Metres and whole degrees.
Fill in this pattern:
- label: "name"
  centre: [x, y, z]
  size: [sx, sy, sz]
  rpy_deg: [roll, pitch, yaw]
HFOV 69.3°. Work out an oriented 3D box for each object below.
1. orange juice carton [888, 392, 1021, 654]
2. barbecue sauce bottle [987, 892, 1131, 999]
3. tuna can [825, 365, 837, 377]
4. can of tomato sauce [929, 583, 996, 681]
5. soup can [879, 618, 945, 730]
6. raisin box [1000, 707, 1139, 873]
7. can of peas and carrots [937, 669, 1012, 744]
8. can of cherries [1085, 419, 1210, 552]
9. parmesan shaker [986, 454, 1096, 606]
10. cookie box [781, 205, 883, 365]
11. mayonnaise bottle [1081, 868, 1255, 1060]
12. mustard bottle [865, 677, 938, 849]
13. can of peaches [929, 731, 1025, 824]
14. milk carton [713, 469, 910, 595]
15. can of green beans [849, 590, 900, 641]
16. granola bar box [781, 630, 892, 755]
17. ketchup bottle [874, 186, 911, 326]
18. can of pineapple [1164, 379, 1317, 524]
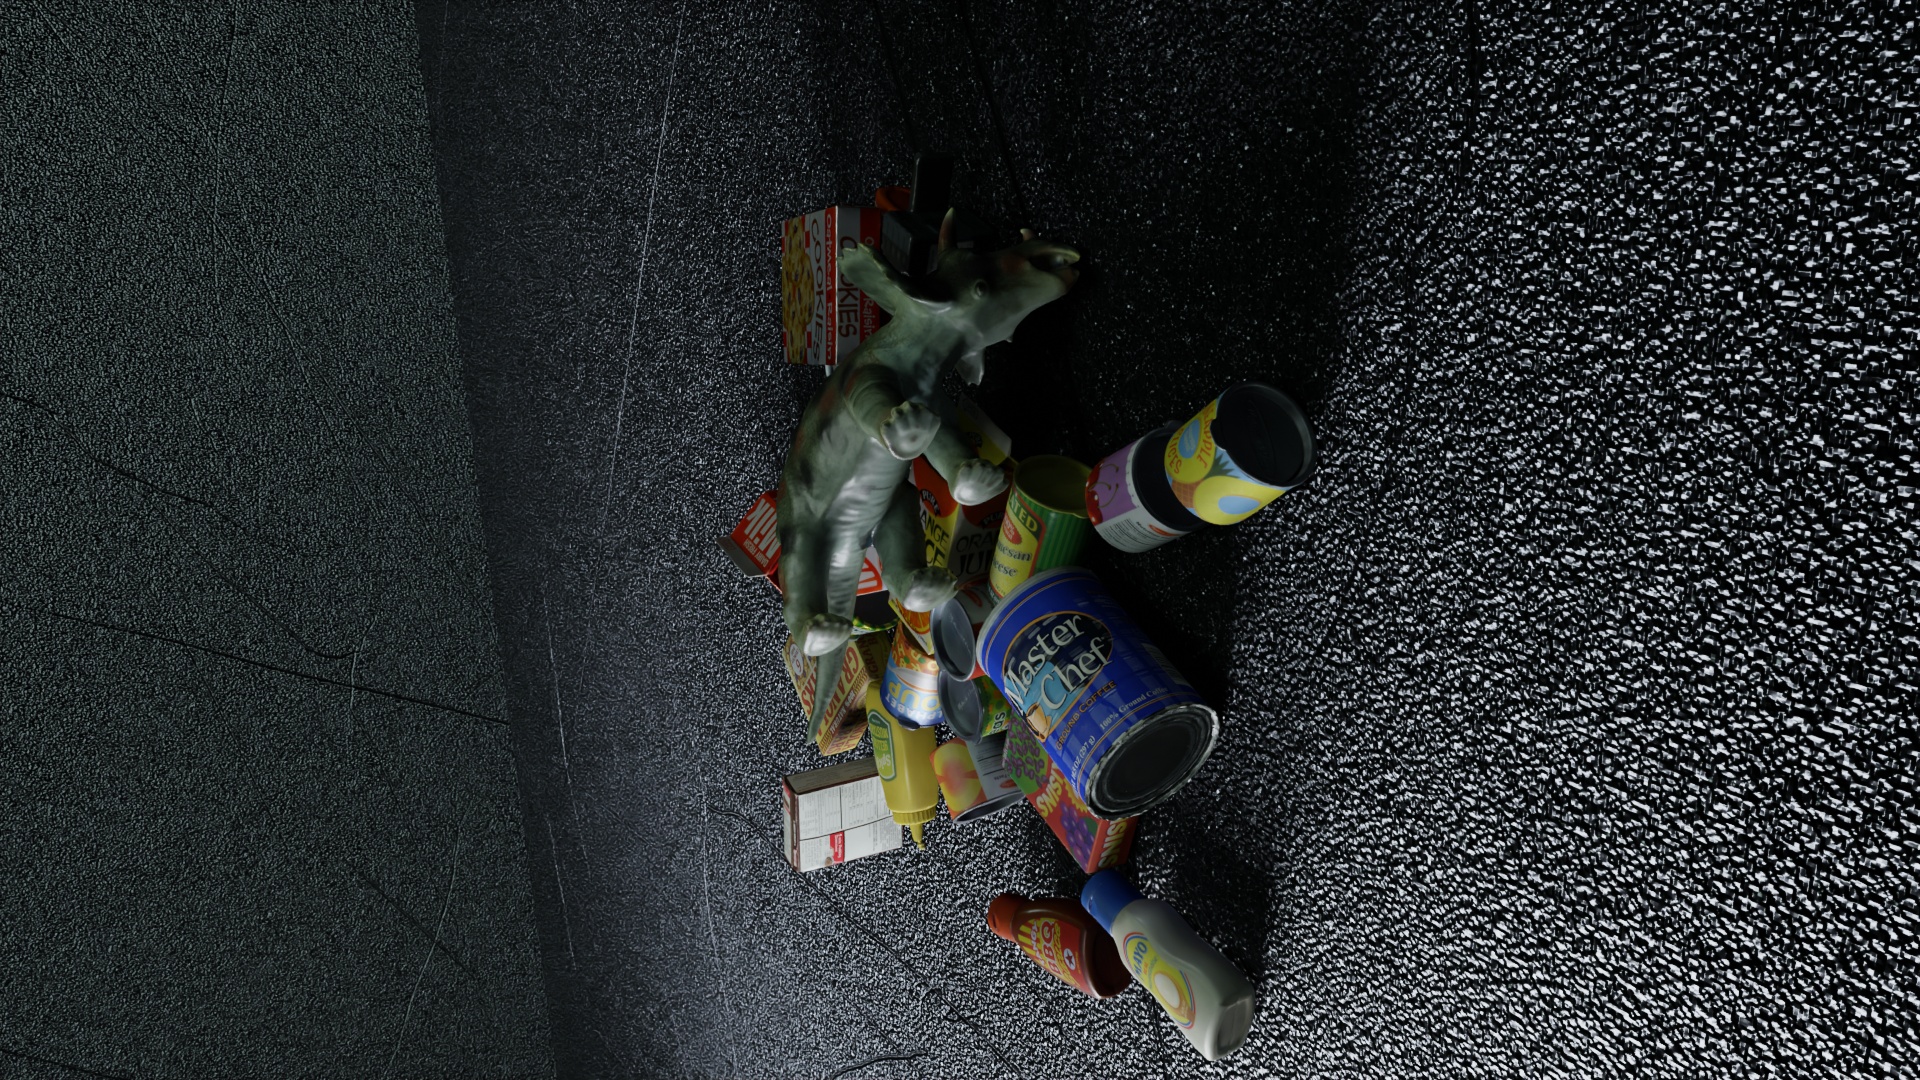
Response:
- label: "orange juice carton"
  centre: [0.004, -0.013, 1.061]
  size: [0.072, 0.073, 0.191]
  rpy_deg: [48, 138, 42]
- label: "barbecue sauce bottle"
  centre: [0.074, 0.307, 1.081]
  size: [0.148, 0.044, 0.064]
  rpy_deg: [-2, 99, 61]
- label: "tuna can"
  centre: [-0.090, -0.152, 1.218]
  size: [0.071, 0.033, 0.070]
  rpy_deg: [29, 125, 54]
- label: "can of tomato sauce"
  centre: [0.028, 0.065, 1.034]
  size: [0.071, 0.083, 0.071]
  rpy_deg: [29, 125, 54]
- label: "soup can"
  centre: [-0.028, 0.106, 1.163]
  size: [0.071, 0.071, 0.083]
  rpy_deg: [54, 142, 37]
- label: "raisin box"
  centre: [0.082, 0.170, 1.023]
  size: [0.124, 0.040, 0.085]
  rpy_deg: [48, 138, 44]
- label: "can of peas and carrots"
  centre: [0.024, 0.120, 1.087]
  size: [0.071, 0.059, 0.070]
  rpy_deg: [30, 126, 53]
- label: "can of cherries"
  centre: [0.120, -0.033, 0.861]
  size: [0.058, 0.072, 0.071]
  rpy_deg: [-31, 73, 60]
- label: "parmesan shaker"
  centre: [0.060, 0.002, 0.973]
  size: [0.071, 0.071, 0.102]
  rpy_deg: [51, 141, 39]
- label: "cookie box"
  centre: [-0.107, -0.206, 1.139]
  size: [0.167, 0.040, 0.122]
  rpy_deg: [-160, 69, -67]
- label: "mayonnaise bottle"
  centre: [0.140, 0.285, 0.959]
  size: [0.148, 0.041, 0.064]
  rpy_deg: [39, 134, 48]
- label: "mustard bottle"
  centre: [-0.048, 0.203, 1.252]
  size: [0.065, 0.049, 0.160]
  rpy_deg: [0, 99, 62]
- label: "can of peaches"
  centre: [0.013, 0.190, 1.121]
  size: [0.071, 0.071, 0.058]
  rpy_deg: [-50, 56, 54]
- label: "milk carton"
  centre: [-0.096, -0.002, 1.119]
  size: [0.072, 0.191, 0.073]
  rpy_deg: [38, 131, 49]
- label: "can of green beans"
  centre: [-0.086, 0.051, 1.248]
  size: [0.057, 0.071, 0.071]
  rpy_deg: [-16, 86, 60]
- label: "granola bar box"
  centre: [-0.118, 0.117, 1.355]
  size: [0.124, 0.039, 0.164]
  rpy_deg: [64, 147, 25]
- label: "ketchup bottle"
  centre: [-0.053, -0.206, 1.124]
  size: [0.065, 0.044, 0.148]
  rpy_deg: [56, 144, 43]
- label: "can of pineapple"
  centre: [0.156, -0.049, 0.785]
  size: [0.057, 0.071, 0.071]
  rpy_deg: [-43, 63, 57]
